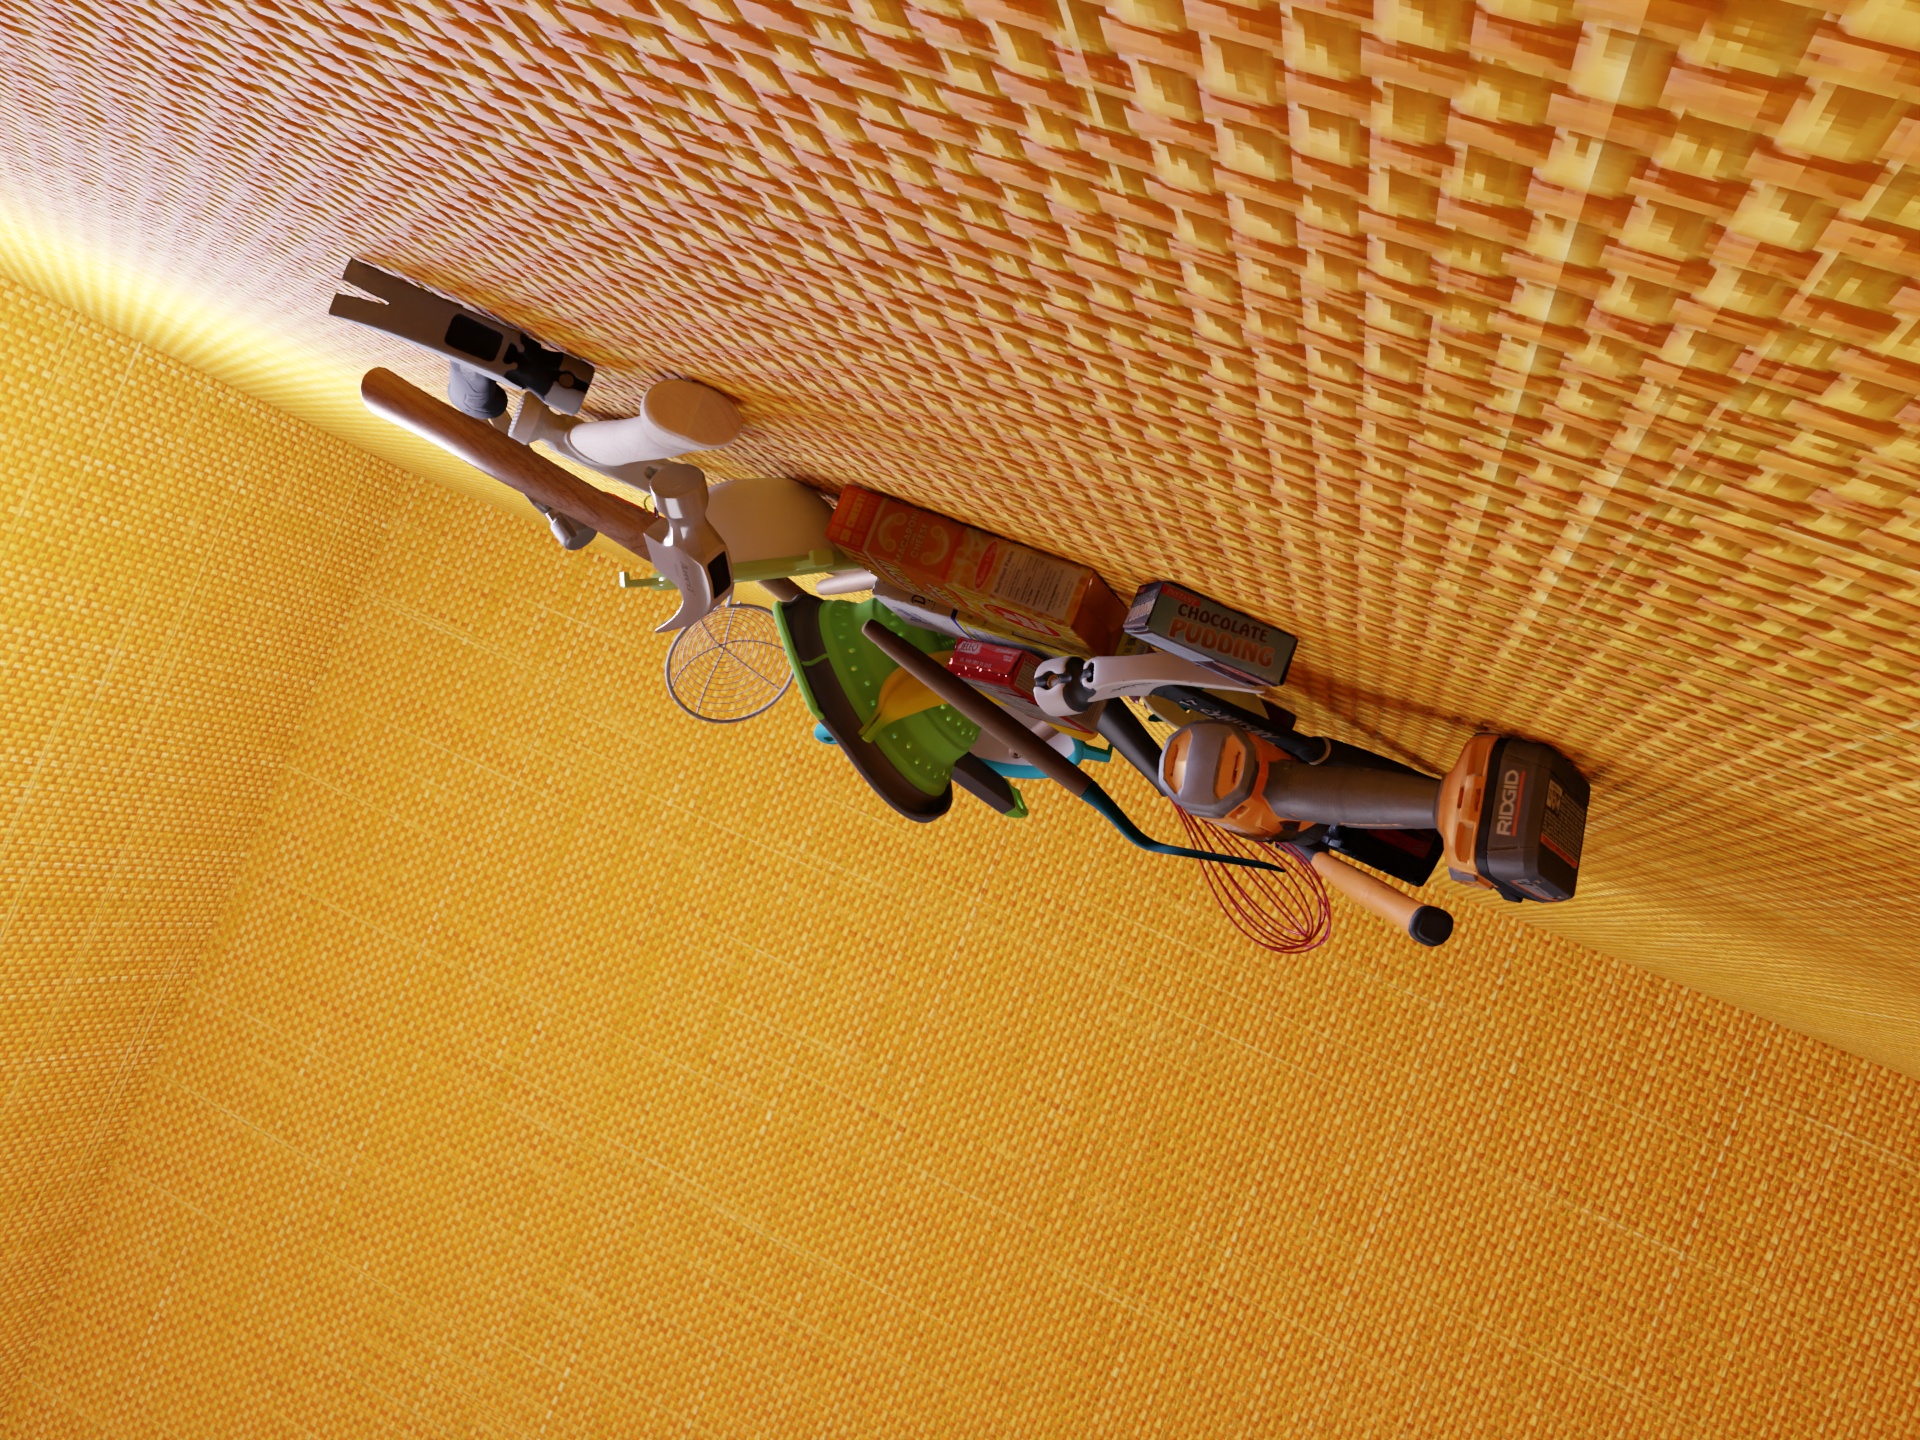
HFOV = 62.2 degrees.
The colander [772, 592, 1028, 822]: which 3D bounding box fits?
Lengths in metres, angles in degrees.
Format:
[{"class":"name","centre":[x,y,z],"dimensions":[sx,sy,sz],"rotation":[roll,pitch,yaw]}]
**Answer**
[{"class":"colander","centre":[-0.002,-0.004,1.294],"dimensions":[0.396,0.094,0.205],"rotation":[37,-154,-57]}]

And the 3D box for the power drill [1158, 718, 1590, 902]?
[{"class":"power drill","centre":[0.257,0.055,0.968],"dimensions":[0.226,0.084,0.185],"rotation":[6,170,34]}]

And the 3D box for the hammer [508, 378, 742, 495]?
[{"class":"hammer","centre":[-0.196,-0.178,1.026],"dimensions":[0.146,0.038,0.411],"rotation":[22,179,-23]}]

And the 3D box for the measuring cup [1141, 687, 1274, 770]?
[{"class":"measuring cup","centre":[0.175,-0.002,1.112],"dimensions":[0.038,0.083,0.167],"rotation":[-16,156,28]}]

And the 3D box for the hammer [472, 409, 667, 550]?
[{"class":"hammer","centre":[-0.290,-0.182,1.399],"dimensions":[0.149,0.036,0.359],"rotation":[52,-170,15]}]

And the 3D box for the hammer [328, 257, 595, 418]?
[{"class":"hammer","centre":[-0.327,-0.233,1.048],"dimensions":[0.146,0.035,0.335],"rotation":[22,179,-18]}]

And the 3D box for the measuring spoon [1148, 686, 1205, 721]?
[{"class":"measuring spoon","centre":[0.163,-0.016,1.219],"dimensions":[0.042,0.021,0.128],"rotation":[0,-172,19]}]

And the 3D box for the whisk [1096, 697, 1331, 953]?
[{"class":"whisk","centre":[0.170,0.061,1.167],"dimensions":[0.295,0.073,0.073],"rotation":[47,174,-10]}]

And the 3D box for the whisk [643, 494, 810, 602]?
[{"class":"whisk","centre":[-0.195,-0.145,1.424],"dimensions":[0.244,0.047,0.051],"rotation":[37,-156,-50]}]

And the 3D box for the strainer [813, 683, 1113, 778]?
[{"class":"strainer","centre":[-0.019,-0.030,1.489],"dimensions":[0.210,0.095,0.340],"rotation":[35,154,-32]}]

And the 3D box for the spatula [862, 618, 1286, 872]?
[{"class":"spatula","centre":[0.069,0.021,1.041],"dimensions":[0.317,0.044,0.082],"rotation":[36,-177,9]}]

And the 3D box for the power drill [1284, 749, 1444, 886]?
[{"class":"power drill","centre":[0.336,0.074,1.422],"dimensions":[0.187,0.080,0.227],"rotation":[23,-179,-28]}]

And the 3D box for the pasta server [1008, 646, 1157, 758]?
[{"class":"pasta server","centre":[0.091,-0.006,1.273],"dimensions":[0.060,0.040,0.316],"rotation":[34,158,-6]}]

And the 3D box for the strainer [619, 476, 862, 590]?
[{"class":"strainer","centre":[-0.118,-0.135,1.110],"dimensions":[0.151,0.069,0.256],"rotation":[-4,-172,19]}]

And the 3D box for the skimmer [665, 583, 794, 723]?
[{"class":"skimmer","centre":[-0.190,-0.091,1.361],"dimensions":[0.127,0.090,0.363],"rotation":[-16,167,-15]}]

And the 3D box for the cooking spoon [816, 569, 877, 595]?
[{"class":"cooking spoon","centre":[-0.067,-0.116,1.283],"dimensions":[0.068,0.017,0.319],"rotation":[20,174,-20]}]

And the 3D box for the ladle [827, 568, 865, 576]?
[{"class":"ladle","centre":[-0.099,-0.132,1.419],"dimensions":[0.316,0.031,0.069],"rotation":[19,169,42]}]

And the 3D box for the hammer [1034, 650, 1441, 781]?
[{"class":"hammer","centre":[0.235,0.014,1.072],"dimensions":[0.149,0.036,0.408],"rotation":[-8,162,43]}]

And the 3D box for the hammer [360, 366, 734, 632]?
[{"class":"hammer","centre":[-0.266,-0.152,0.996],"dimensions":[0.331,0.031,0.129],"rotation":[29,146,29]}]

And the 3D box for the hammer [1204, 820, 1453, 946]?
[{"class":"hammer","centre":[0.324,0.129,1.381],"dimensions":[0.127,0.034,0.337],"rotation":[23,-176,-14]}]
